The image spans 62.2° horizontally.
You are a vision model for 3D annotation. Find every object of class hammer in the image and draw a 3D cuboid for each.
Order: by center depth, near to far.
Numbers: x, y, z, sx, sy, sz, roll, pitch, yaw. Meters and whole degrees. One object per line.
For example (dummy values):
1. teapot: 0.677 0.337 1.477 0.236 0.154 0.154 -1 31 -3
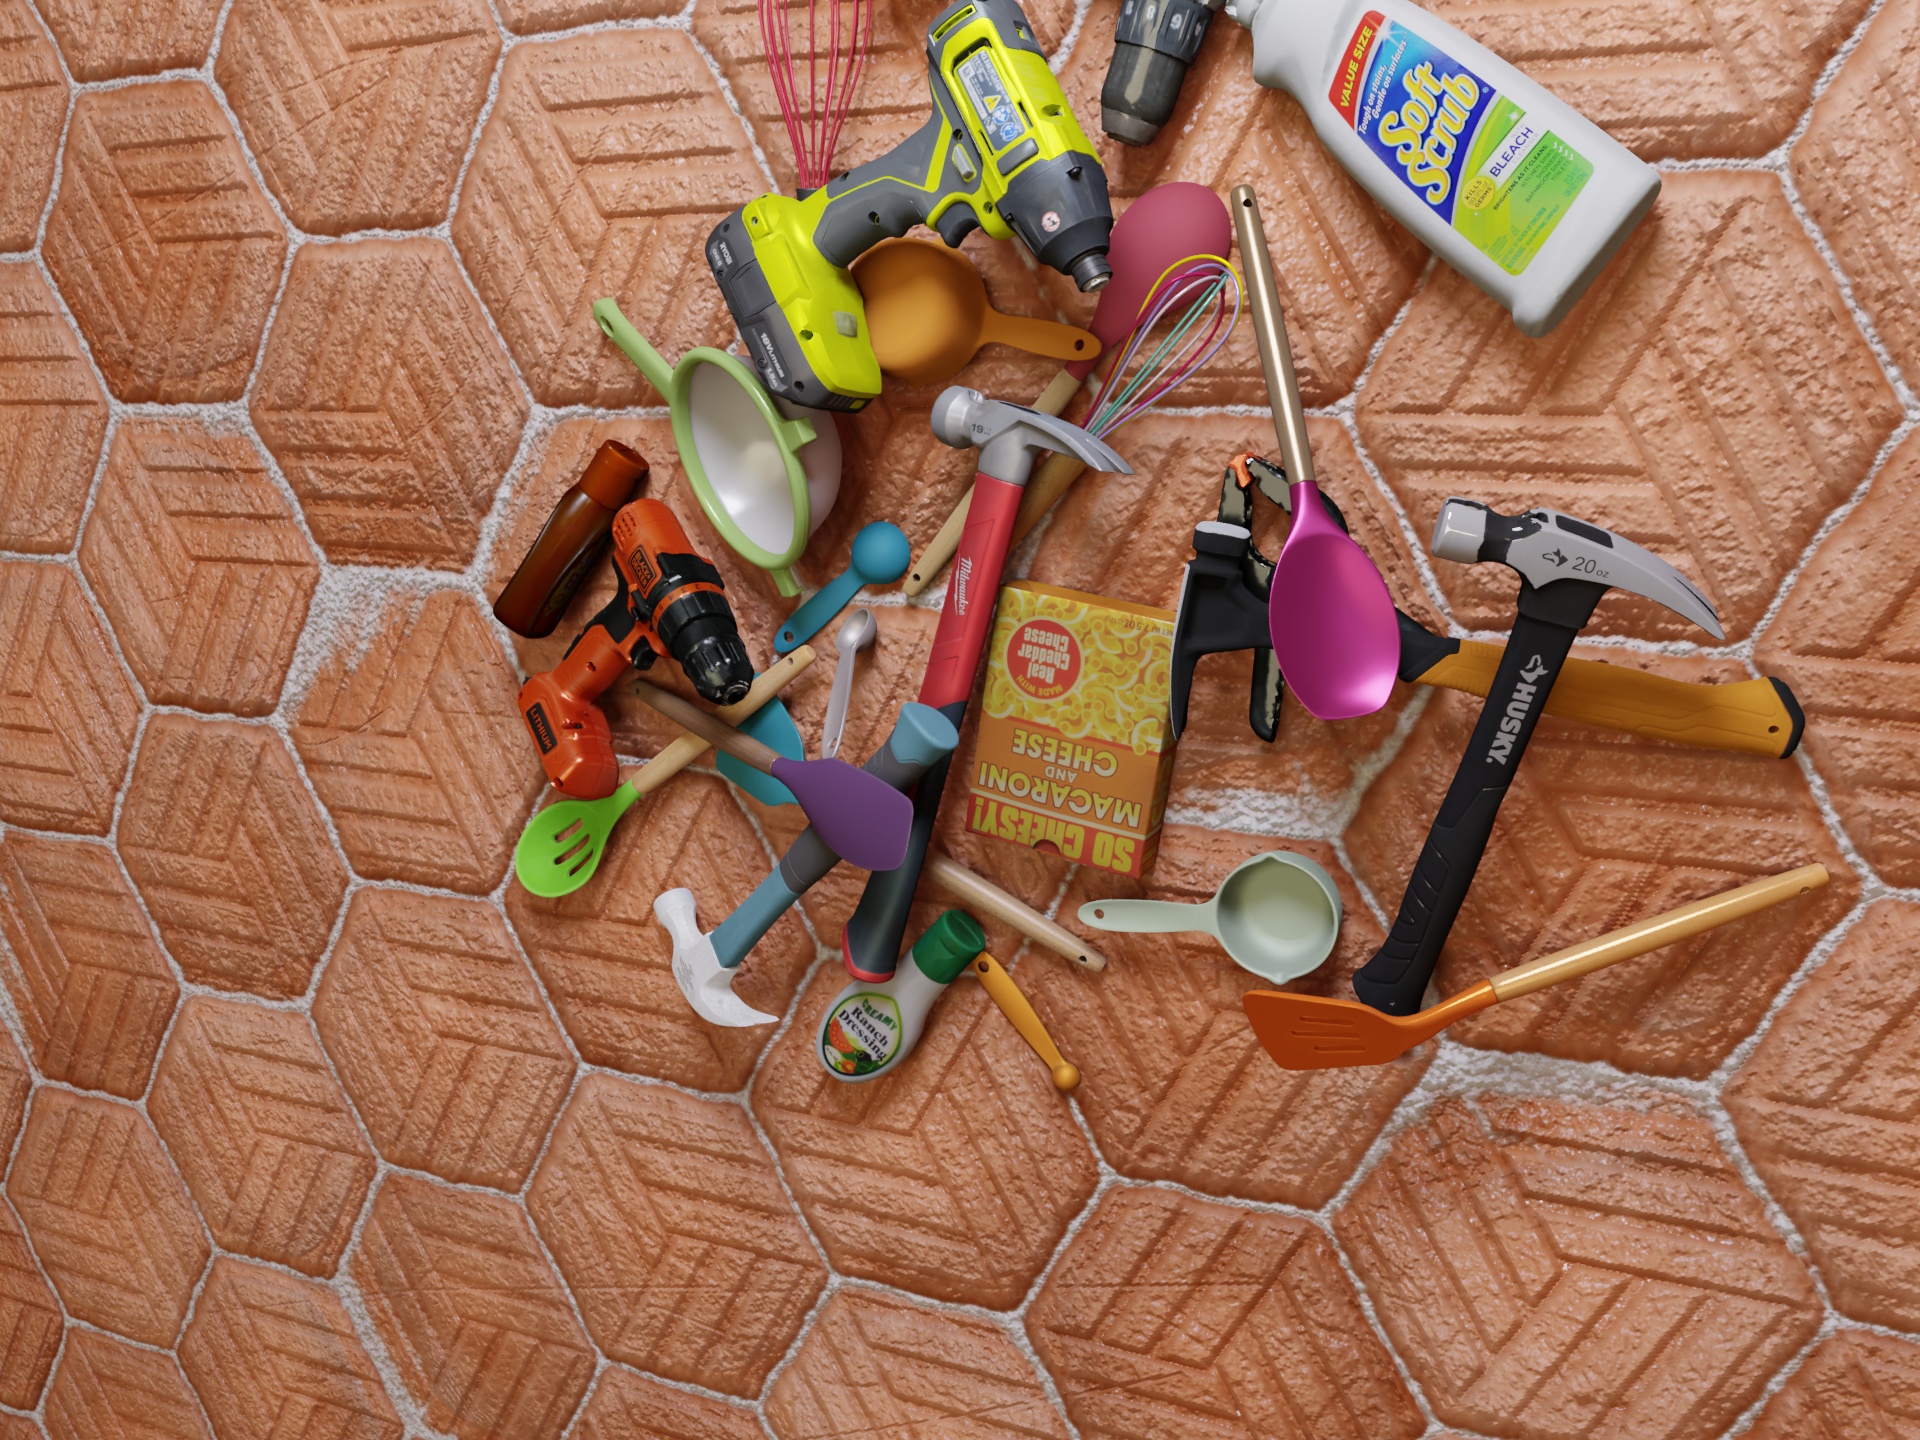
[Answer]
1. hammer: 0.289 0.043 0.875 0.146 0.035 0.334 15 124 7
2. hammer: 0.285 -0.021 0.888 0.337 0.034 0.127 12 106 13
3. hammer: -0.002 -0.003 0.997 0.143 0.038 0.386 29 112 40
4. hammer: -0.105 0.095 1.054 0.331 0.033 0.128 -47 58 37

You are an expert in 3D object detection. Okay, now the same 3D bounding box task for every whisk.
1. whisk: 0.082 -0.182 0.961 0.047 0.051 0.245 31 125 -18
2. whisk: -0.092 -0.356 1.005 0.073 0.073 0.295 9 109 22

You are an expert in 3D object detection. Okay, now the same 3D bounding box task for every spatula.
1. spatula: 0.323 0.138 0.903 0.322 0.041 0.080 -23 127 12
2. spatula: -0.134 0.025 1.050 0.316 0.018 0.059 26 110 44
3. spatula: -0.036 0.080 1.086 0.317 0.044 0.082 31 110 11

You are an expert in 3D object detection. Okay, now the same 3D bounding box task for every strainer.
1. strainer: -0.154 -0.213 1.061 0.257 0.069 0.151 47 148 26

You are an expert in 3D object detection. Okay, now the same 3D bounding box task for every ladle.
1. ladle: 0.054 -0.196 0.988 0.069 0.031 0.315 43 116 10

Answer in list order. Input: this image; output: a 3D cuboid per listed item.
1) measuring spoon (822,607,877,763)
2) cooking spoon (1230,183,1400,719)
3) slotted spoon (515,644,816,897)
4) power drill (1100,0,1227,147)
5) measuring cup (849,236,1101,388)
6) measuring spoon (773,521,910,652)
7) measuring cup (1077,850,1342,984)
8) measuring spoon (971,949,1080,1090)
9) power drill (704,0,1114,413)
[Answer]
1. measuring spoon: -0.072 -0.021 1.044 0.018 0.124 0.034 32 139 -30
2. cooking spoon: 0.186 -0.155 0.888 0.069 0.017 0.319 -9 78 2
3. slotted spoon: -0.214 0.036 1.146 0.313 0.031 0.070 -36 68 27
4. power drill: 0.052 -0.450 0.912 0.227 0.080 0.187 24 109 15
5. measuring cup: 0.001 -0.244 0.971 0.174 0.052 0.095 20 105 30
6. measuring spoon: -0.086 -0.085 1.074 0.128 0.021 0.042 -40 83 24
7. measuring cup: 0.157 0.119 0.999 0.167 0.038 0.083 -2 100 27
8. measuring spoon: 0.041 0.203 1.080 0.021 0.011 0.117 -40 83 25
9. power drill: -0.026 -0.278 0.912 0.223 0.080 0.171 -28 82 28
